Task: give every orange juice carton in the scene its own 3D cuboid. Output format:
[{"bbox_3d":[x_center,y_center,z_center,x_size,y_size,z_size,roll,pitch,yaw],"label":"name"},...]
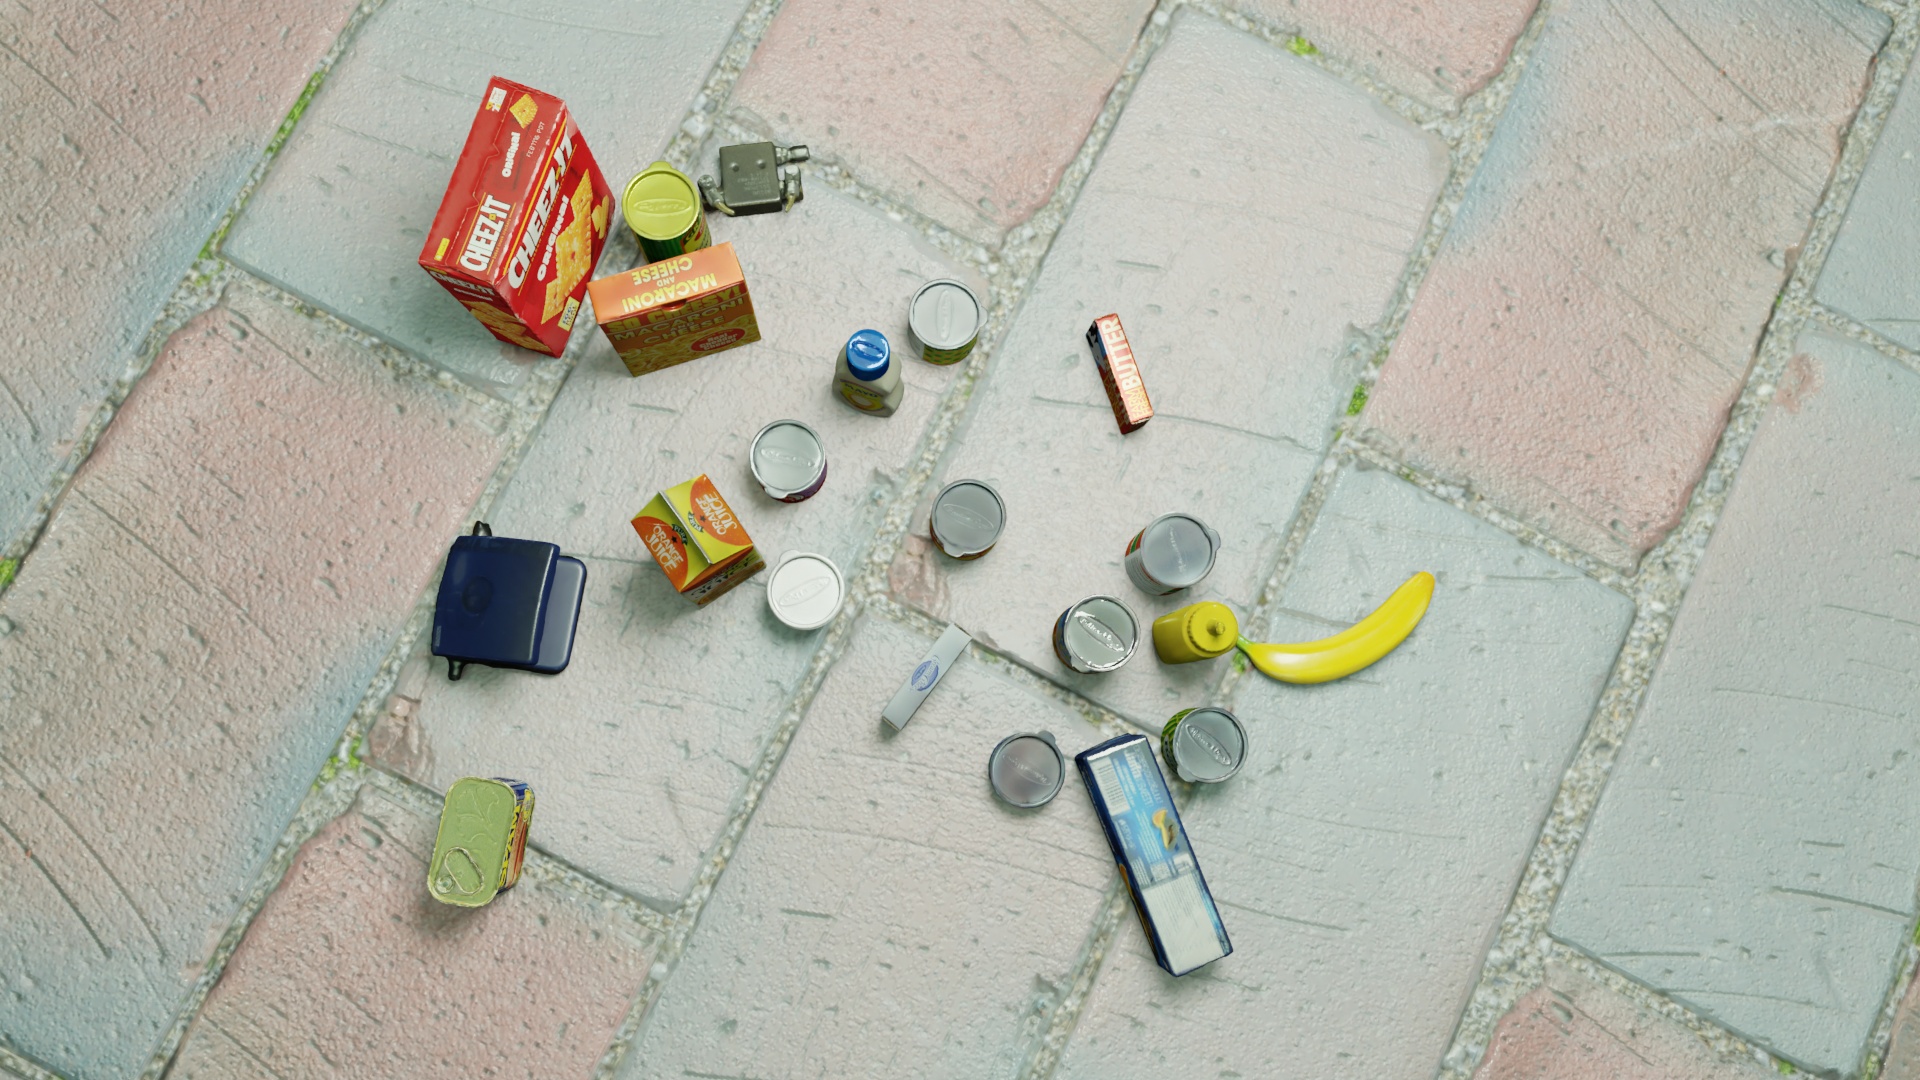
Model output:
[{"bbox_3d":[-0.216,0.001,1.153,0.073,0.192,0.072,-34,85,-7],"label":"orange juice carton"}]

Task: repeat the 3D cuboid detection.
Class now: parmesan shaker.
[{"bbox_3d":[-0.259,-0.284,1.237,0.071,0.103,0.071,0,82,-3],"label":"parmesan shaker"}]

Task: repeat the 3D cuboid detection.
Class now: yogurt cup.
[{"bbox_3d":[-0.135,0.046,1.221,0.072,0.054,0.072,0,82,-3],"label":"yogurt cup"}]

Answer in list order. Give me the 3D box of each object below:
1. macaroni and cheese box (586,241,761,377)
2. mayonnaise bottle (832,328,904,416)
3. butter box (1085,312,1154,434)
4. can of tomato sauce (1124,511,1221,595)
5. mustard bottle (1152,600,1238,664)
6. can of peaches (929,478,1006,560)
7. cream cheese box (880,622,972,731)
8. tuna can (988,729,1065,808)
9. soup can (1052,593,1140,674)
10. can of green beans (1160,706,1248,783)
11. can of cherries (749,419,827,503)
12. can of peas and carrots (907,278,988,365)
[{"bbox_3d":[-0.241,-0.195,1.193,0.124,0.166,0.040,-18,84,-6],"label":"macaroni and cheese box"},{"bbox_3d":[-0.080,-0.146,1.205,0.065,0.148,0.041,21,82,0],"label":"mayonnaise bottle"},{"bbox_3d":[0.145,-0.152,1.268,0.024,0.053,0.103,-18,83,-6],"label":"butter box"},{"bbox_3d":[0.186,0.012,1.231,0.071,0.083,0.071,0,82,-3],"label":"can of tomato sauce"},{"bbox_3d":[0.206,0.077,1.184,0.065,0.160,0.049,-14,83,-5],"label":"mustard bottle"},{"bbox_3d":[0.004,-0.016,1.237,0.071,0.058,0.071,0,82,-3],"label":"can of peaches"},{"bbox_3d":[-0.031,0.120,1.217,0.024,0.053,0.104,38,81,2],"label":"cream cheese box"},{"bbox_3d":[0.059,0.199,1.221,0.071,0.033,0.071,0,82,-3],"label":"tuna can"},{"bbox_3d":[0.116,0.085,1.216,0.071,0.083,0.071,0,82,-3],"label":"soup can"},{"bbox_3d":[0.213,0.179,1.221,0.071,0.057,0.071,0,82,-3],"label":"can of green beans"},{"bbox_3d":[-0.153,-0.067,1.235,0.071,0.058,0.071,0,82,-3],"label":"can of cherries"},{"bbox_3d":[-0.012,-0.198,1.262,0.071,0.058,0.071,0,82,-3],"label":"can of peas and carrots"}]
